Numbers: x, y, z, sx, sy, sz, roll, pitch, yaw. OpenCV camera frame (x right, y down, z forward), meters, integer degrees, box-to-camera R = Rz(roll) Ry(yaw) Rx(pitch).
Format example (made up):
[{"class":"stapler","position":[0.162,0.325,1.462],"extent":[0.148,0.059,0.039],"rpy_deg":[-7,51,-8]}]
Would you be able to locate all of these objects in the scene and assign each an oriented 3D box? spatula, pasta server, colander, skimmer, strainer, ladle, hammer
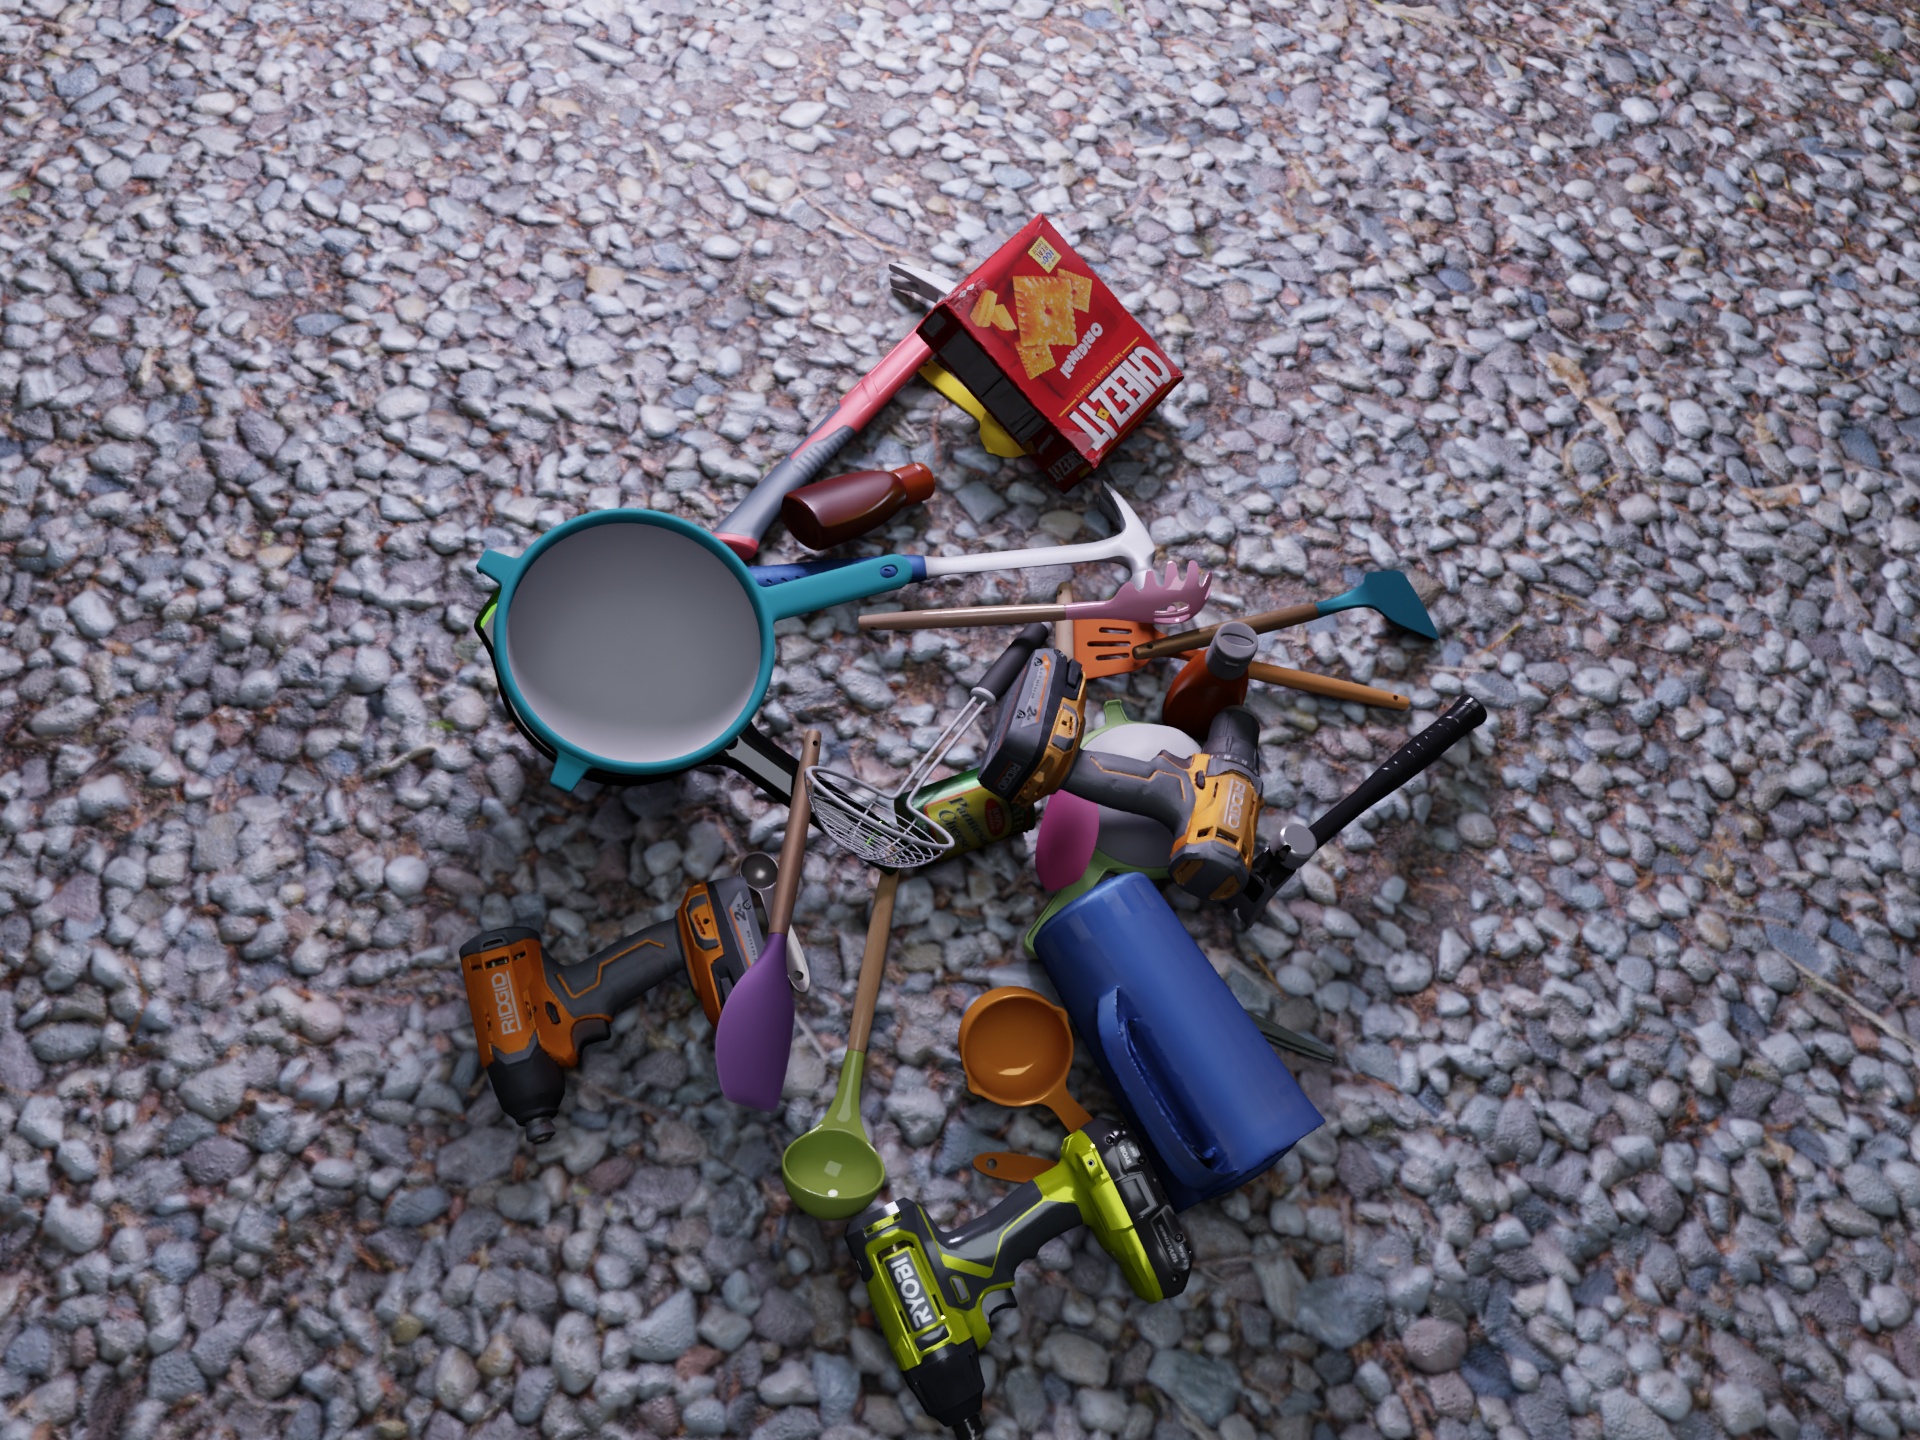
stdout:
[{"class":"spatula","position":[0.300,-0.087,1.460],"extent":[0.317,0.044,0.082],"rpy_deg":[-13,63,-17]},{"class":"pasta server","position":[0.066,-0.101,1.416],"extent":[0.316,0.060,0.040],"rpy_deg":[-3,52,5]},{"class":"spatula","position":[0.253,-0.045,1.457],"extent":[0.322,0.041,0.081],"rpy_deg":[12,61,-6]},{"class":"spatula","position":[-0.138,0.142,1.222],"extent":[0.059,0.018,0.316],"rpy_deg":[23,55,-23]},{"class":"colander","position":[-0.218,0.012,1.334],"extent":[0.397,0.094,0.204],"rpy_deg":[36,65,-3]},{"class":"skimmer","position":[-0.002,-0.004,1.310],"extent":[0.127,0.090,0.363],"rpy_deg":[29,46,11]},{"class":"strainer","position":[-0.202,-0.069,1.265],"extent":[0.340,0.095,0.211],"rpy_deg":[-18,81,-24]},{"class":"ladle","position":[-0.077,0.233,1.252],"extent":[0.078,0.062,0.320],"rpy_deg":[11,59,-2]},{"class":"hammer","position":[-0.023,-0.144,1.455],"extent":[0.405,0.035,0.144],"rpy_deg":[-6,52,-8]},{"class":"hammer","position":[0.350,0.066,1.372],"extent":[0.335,0.146,0.035],"rpy_deg":[-32,71,-33]},{"class":"hammer","position":[-0.121,-0.295,1.523],"extent":[0.143,0.038,0.386],"rpy_deg":[31,65,20]},{"class":"strainer","position":[0.132,0.092,1.342],"extent":[0.151,0.069,0.256],"rpy_deg":[34,62,10]}]

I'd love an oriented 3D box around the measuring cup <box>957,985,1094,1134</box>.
[{"class":"measuring cup","position":[0.067,0.284,1.251],"extent":[0.095,0.052,0.173],"rpy_deg":[-40,99,-3]}]

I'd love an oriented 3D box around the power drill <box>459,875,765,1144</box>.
[{"class":"power drill","position":[-0.257,0.220,1.222],"extent":[0.226,0.084,0.164],"rpy_deg":[-14,68,-10]}]

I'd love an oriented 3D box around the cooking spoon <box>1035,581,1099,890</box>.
[{"class":"cooking spoon","position":[0.090,0.005,1.390],"extent":[0.017,0.069,0.319],"rpy_deg":[33,45,-36]}]

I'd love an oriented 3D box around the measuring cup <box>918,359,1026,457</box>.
[{"class":"measuring cup","position":[0.012,-0.318,1.560],"extent":[0.156,0.029,0.062],"rpy_deg":[41,65,13]}]

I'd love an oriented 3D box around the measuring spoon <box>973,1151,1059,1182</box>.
[{"class":"measuring spoon","position":[0.067,0.352,1.236],"extent":[0.117,0.011,0.021],"rpy_deg":[9,71,1]}]

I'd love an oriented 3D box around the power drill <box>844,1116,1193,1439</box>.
[{"class":"power drill","position":[0.048,0.404,1.165],"extent":[0.223,0.080,0.171],"rpy_deg":[-23,75,-12]}]

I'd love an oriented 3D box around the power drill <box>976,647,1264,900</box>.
[{"class":"power drill","position":[0.143,0.026,1.288],"extent":[0.226,0.084,0.185],"rpy_deg":[25,49,-6]}]

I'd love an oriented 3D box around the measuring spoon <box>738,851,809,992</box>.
[{"class":"measuring spoon","position":[-0.151,0.167,1.301],"extent":[0.034,0.018,0.124],"rpy_deg":[-14,71,-30]}]
